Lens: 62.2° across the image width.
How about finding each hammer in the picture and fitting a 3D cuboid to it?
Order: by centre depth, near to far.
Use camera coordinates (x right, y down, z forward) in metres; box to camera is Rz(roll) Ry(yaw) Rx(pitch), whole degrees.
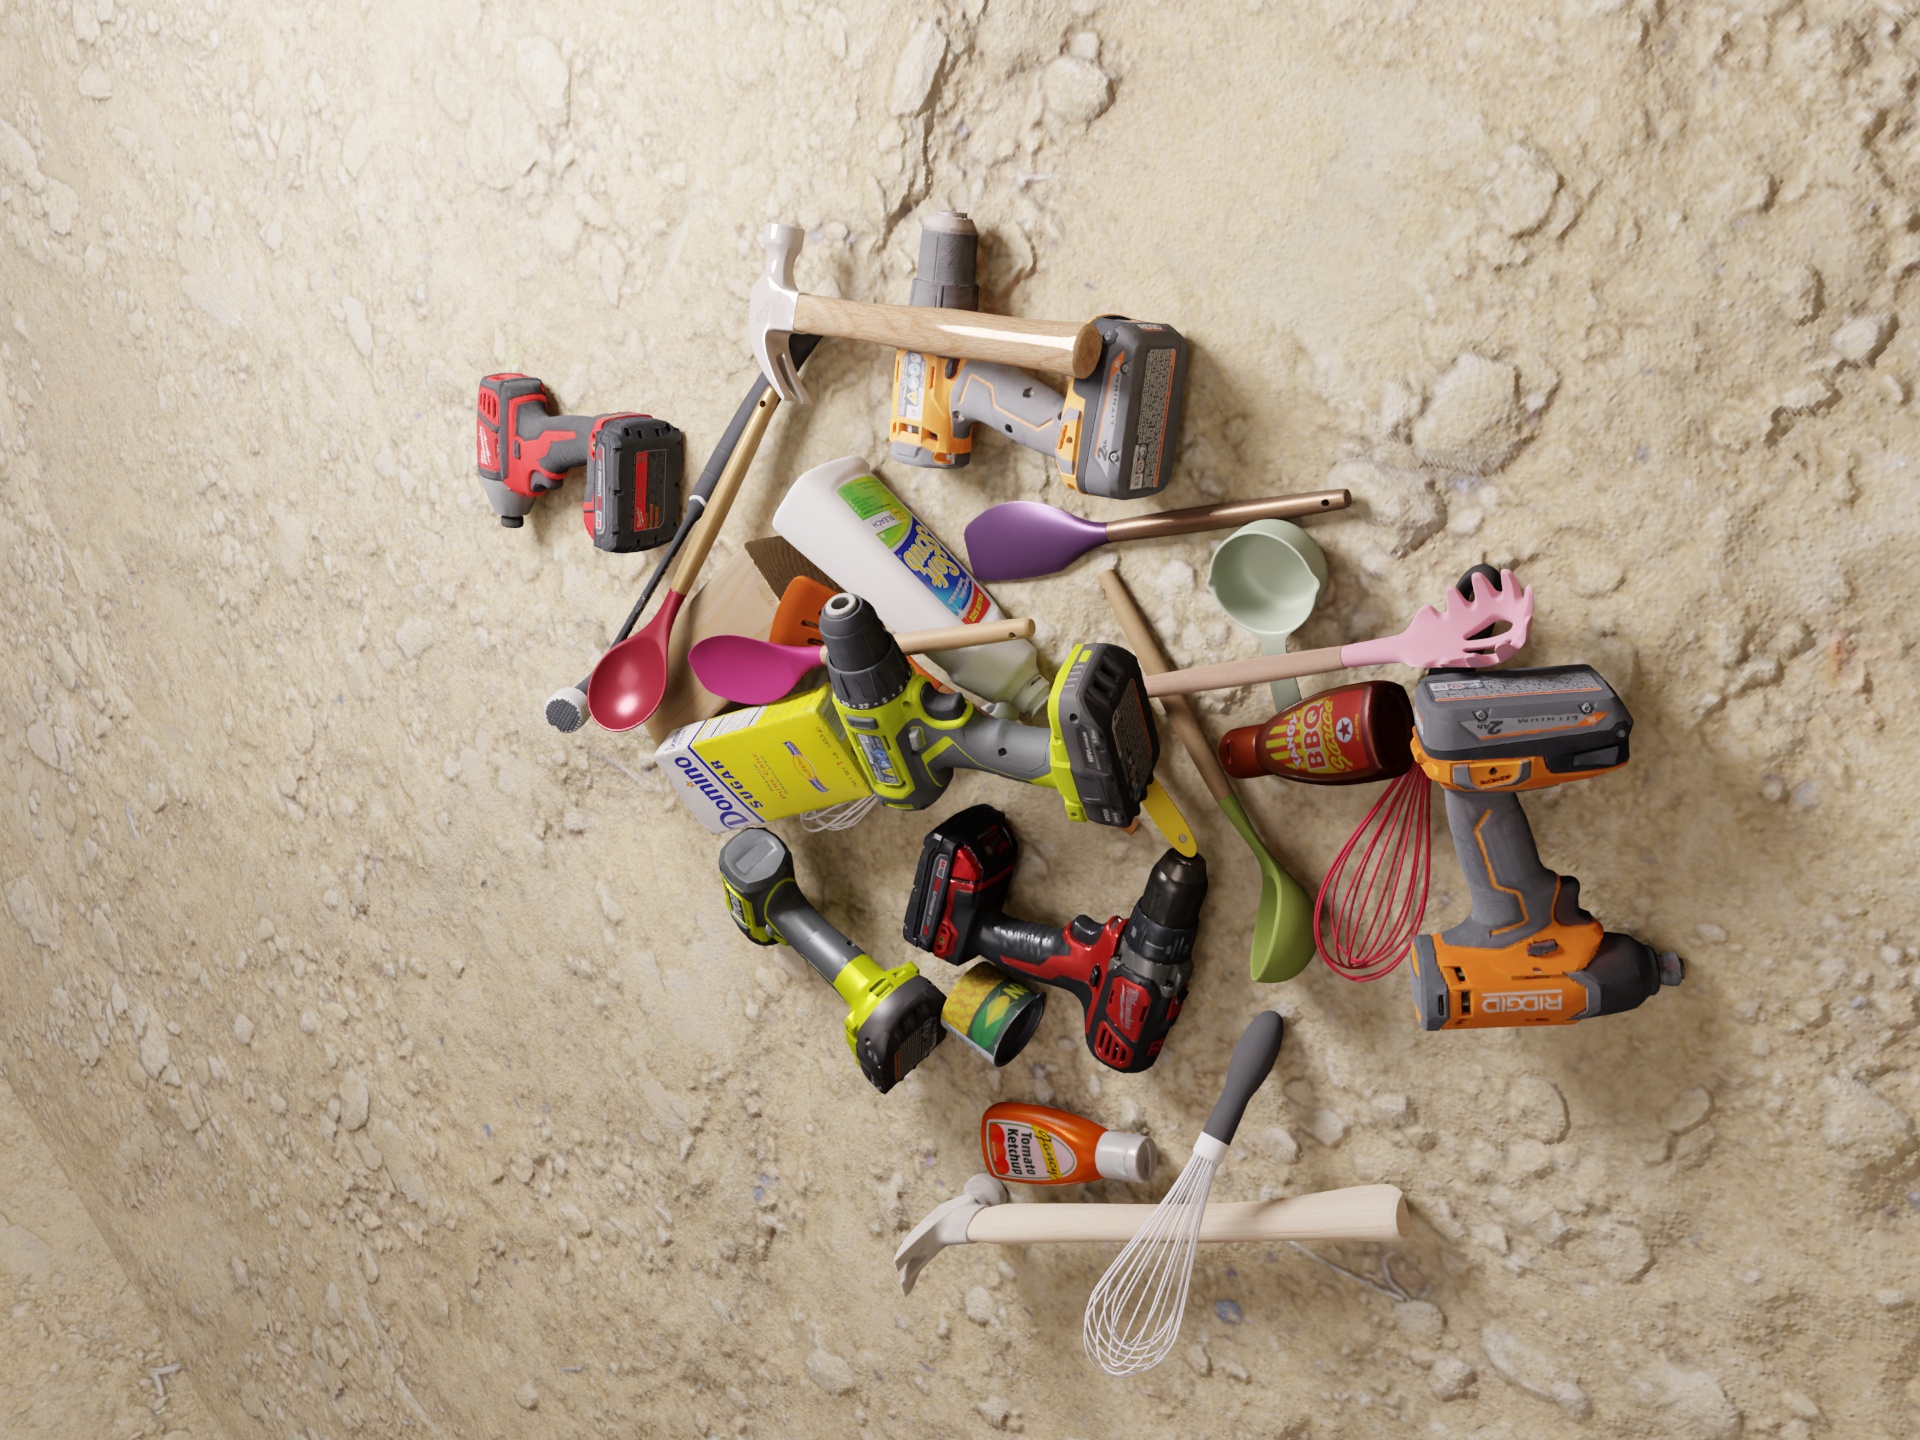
[{"bbox_3d":[-0.037,-0.277,1.132,0.331,0.031,0.130,20,105,40],"label":"hammer"},{"bbox_3d":[0.140,0.392,1.224,0.410,0.146,0.038,-13,97,33],"label":"hammer"},{"bbox_3d":[-0.226,-0.169,1.344,0.036,0.149,0.408,34,114,-5],"label":"hammer"}]

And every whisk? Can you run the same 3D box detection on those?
[{"bbox_3d":[0.299,0.039,1.046,0.073,0.073,0.295,24,110,29],"label":"whisk"},{"bbox_3d":[0.167,0.339,1.151,0.070,0.070,0.285,22,80,30],"label":"whisk"},{"bbox_3d":[-0.048,0.035,1.305,0.246,0.058,0.059,-28,121,34],"label":"whisk"}]

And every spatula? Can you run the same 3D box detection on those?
[{"bbox_3d":[0.129,-0.140,1.139,0.316,0.018,0.059,-3,107,38],"label":"spatula"},{"bbox_3d":[-0.002,-0.004,1.222,0.322,0.041,0.081,35,130,8],"label":"spatula"}]

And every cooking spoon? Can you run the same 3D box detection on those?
[{"bbox_3d":[-0.082,-0.052,1.205,0.319,0.017,0.068,-6,124,33],"label":"cooking spoon"}]

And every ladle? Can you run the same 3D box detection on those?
[{"bbox_3d":[0.167,0.037,1.142,0.062,0.078,0.320,-26,81,-5],"label":"ladle"},{"bbox_3d":[-0.219,-0.128,1.287,0.069,0.031,0.315,34,107,17],"label":"ladle"}]

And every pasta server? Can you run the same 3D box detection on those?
[{"bbox_3d":[0.225,-0.042,1.048,0.316,0.040,0.060,-9,57,38],"label":"pasta server"}]

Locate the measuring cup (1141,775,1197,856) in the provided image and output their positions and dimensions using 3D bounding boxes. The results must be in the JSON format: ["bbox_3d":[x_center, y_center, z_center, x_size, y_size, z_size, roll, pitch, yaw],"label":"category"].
[{"bbox_3d":[0.134,0.032,1.171,0.062,0.029,0.157,-42,72,34],"label":"measuring cup"}]

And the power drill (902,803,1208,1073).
[{"bbox_3d":[0.079,0.146,1.226,0.227,0.080,0.187,27,119,24],"label":"power drill"}]

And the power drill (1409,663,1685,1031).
[{"bbox_3d":[0.360,0.084,0.981,0.164,0.084,0.226,-4,108,10],"label":"power drill"}]

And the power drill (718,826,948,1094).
[{"bbox_3d":[-0.115,0.206,1.362,0.223,0.080,0.171,42,157,20],"label":"power drill"}]

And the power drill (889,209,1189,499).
[{"bbox_3d":[0.046,-0.259,1.130,0.226,0.084,0.185,19,112,35],"label":"power drill"}]

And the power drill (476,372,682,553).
[{"bbox_3d":[-0.355,-0.226,1.436,0.220,0.078,0.143,21,115,33],"label":"power drill"}]

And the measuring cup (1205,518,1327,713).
[{"bbox_3d":[0.223,-0.060,1.091,0.083,0.038,0.167,2,121,37],"label":"measuring cup"}]

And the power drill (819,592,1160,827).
[{"bbox_3d":[0.013,-0.007,1.129,0.228,0.080,0.190,6,138,26],"label":"power drill"}]
